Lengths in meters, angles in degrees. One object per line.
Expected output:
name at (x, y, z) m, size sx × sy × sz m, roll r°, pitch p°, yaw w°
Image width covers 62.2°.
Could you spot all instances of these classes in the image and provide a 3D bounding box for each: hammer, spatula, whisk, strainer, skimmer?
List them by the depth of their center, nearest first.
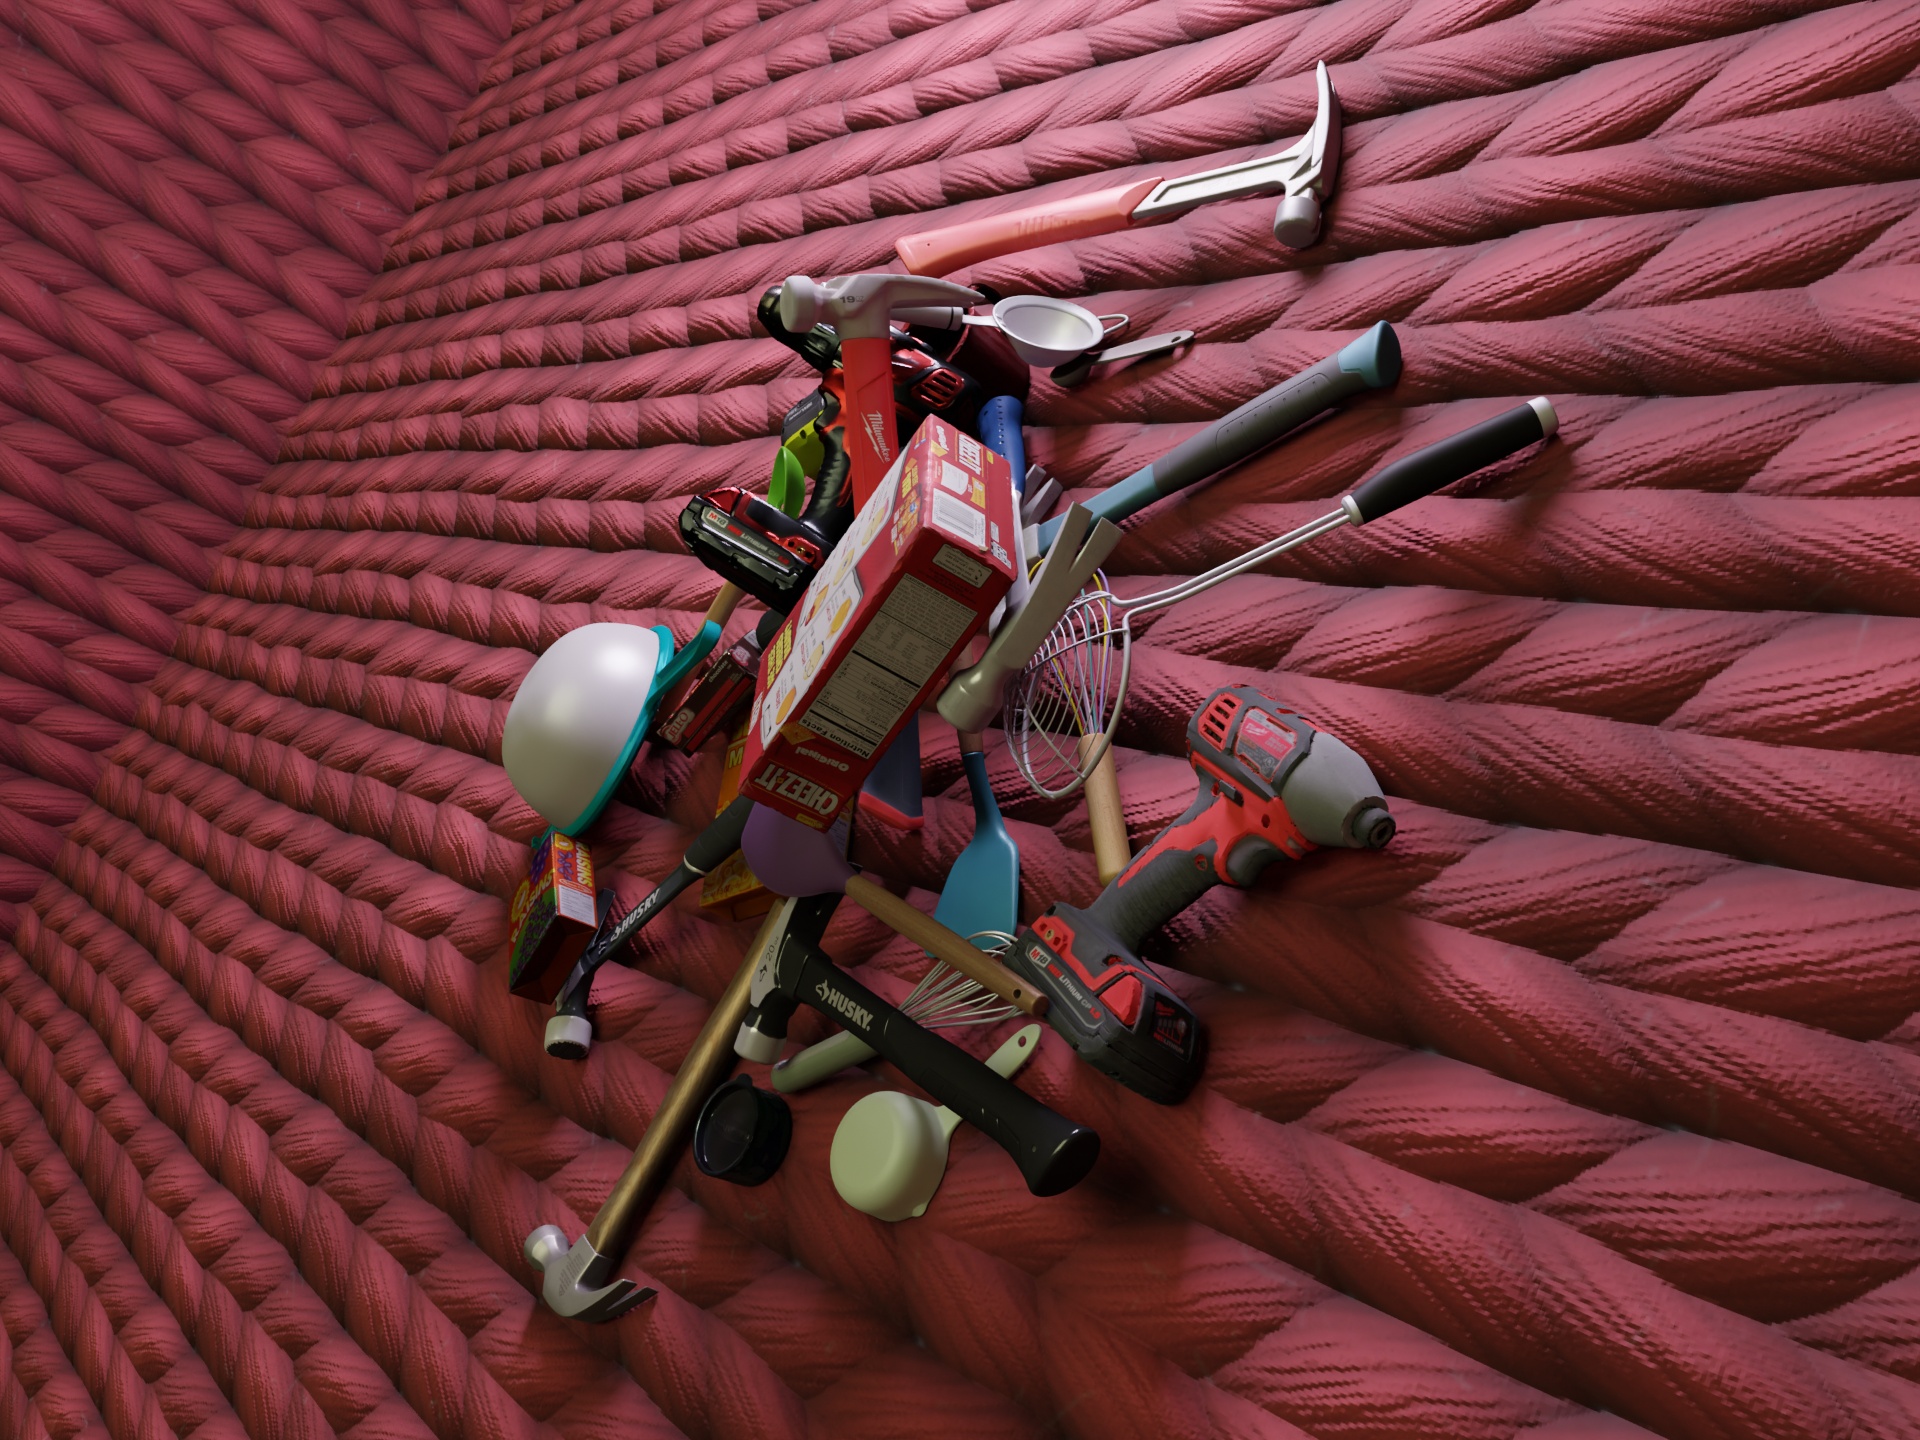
skimmer at (0.182, -0.074, 0.936) m, size 0.363 × 0.090 × 0.127 m, roll -26°, pitch 37°, yaw 8°
hammer at (-0.030, 0.188, 0.946) m, size 0.335 × 0.035 × 0.146 m, roll 20°, pitch 89°, yaw 54°
spatula at (-0.052, 0.112, 0.971) m, size 0.316 × 0.018 × 0.060 m, roll 24°, pitch 92°, yaw 49°
whisk at (0.078, -0.005, 1.019) m, size 0.051 × 0.047 × 0.245 m, roll -39°, pitch 47°, yaw 43°
whisk at (-0.040, 0.194, 1.020) m, size 0.246 × 0.059 × 0.058 m, roll -32°, pitch 6°, yaw 35°
hammer at (0.036, -0.143, 1.061) m, size 0.144 × 0.035 × 0.406 m, roll -53°, pitch 17°, yaw 23°
spatula at (-0.002, -0.003, 1.066) m, size 0.082 × 0.044 × 0.318 m, roll -17°, pitch 76°, yaw 43°
hammer at (0.147, -0.169, 1.077) m, size 0.331 × 0.033 × 0.128 m, roll -27°, pitch 48°, yaw 32°
hammer at (-0.040, -0.117, 1.118) m, size 0.038 × 0.143 × 0.386 m, roll 177°, pitch 88°, yaw -70°
hammer at (-0.201, 0.279, 1.144) m, size 0.130 × 0.031 × 0.331 m, roll 26°, pitch 85°, yaw 52°
strainer at (0.001, -0.298, 1.185) m, size 0.087 × 0.258 × 0.050 m, roll -108°, pitch 30°, yaw -47°
hammer at (-0.206, 0.112, 1.199) m, size 0.409 × 0.036 × 0.149 m, roll -41°, pitch 37°, yaw 39°
hammer at (0.109, -0.395, 1.211) m, size 0.359 × 0.036 × 0.149 m, roll -3°, pitch 63°, yaw 32°
strainer at (-0.310, -0.027, 1.351) m, size 0.340 × 0.095 × 0.211 m, roll -32°, pitch 37°, yaw 52°

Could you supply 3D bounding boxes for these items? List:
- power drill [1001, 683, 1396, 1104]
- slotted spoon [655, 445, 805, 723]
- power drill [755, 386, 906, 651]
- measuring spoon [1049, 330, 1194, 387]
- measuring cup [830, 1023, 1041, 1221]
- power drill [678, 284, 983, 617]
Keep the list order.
power drill at (0.136, 0.093, 0.878) m, size 0.219 × 0.078 × 0.143 m, roll -52°, pitch 38°, yaw 2°
slotted spoon at (-0.195, -0.101, 1.328) m, size 0.313 × 0.031 × 0.070 m, roll -54°, pitch 34°, yaw 38°
power drill at (-0.092, -0.169, 1.300) m, size 0.190 × 0.080 × 0.229 m, roll -27°, pitch 50°, yaw 31°
measuring spoon at (0.122, -0.269, 1.190) m, size 0.124 × 0.018 × 0.034 m, roll -6°, pitch 39°, yaw 38°
measuring cup at (-0.018, 0.236, 0.969) m, size 0.167 × 0.038 × 0.083 m, roll -46°, pitch 39°, yaw 17°
power drill at (-0.116, -0.206, 1.183) m, size 0.188 × 0.080 × 0.227 m, roll 32°, pitch 80°, yaw 11°
